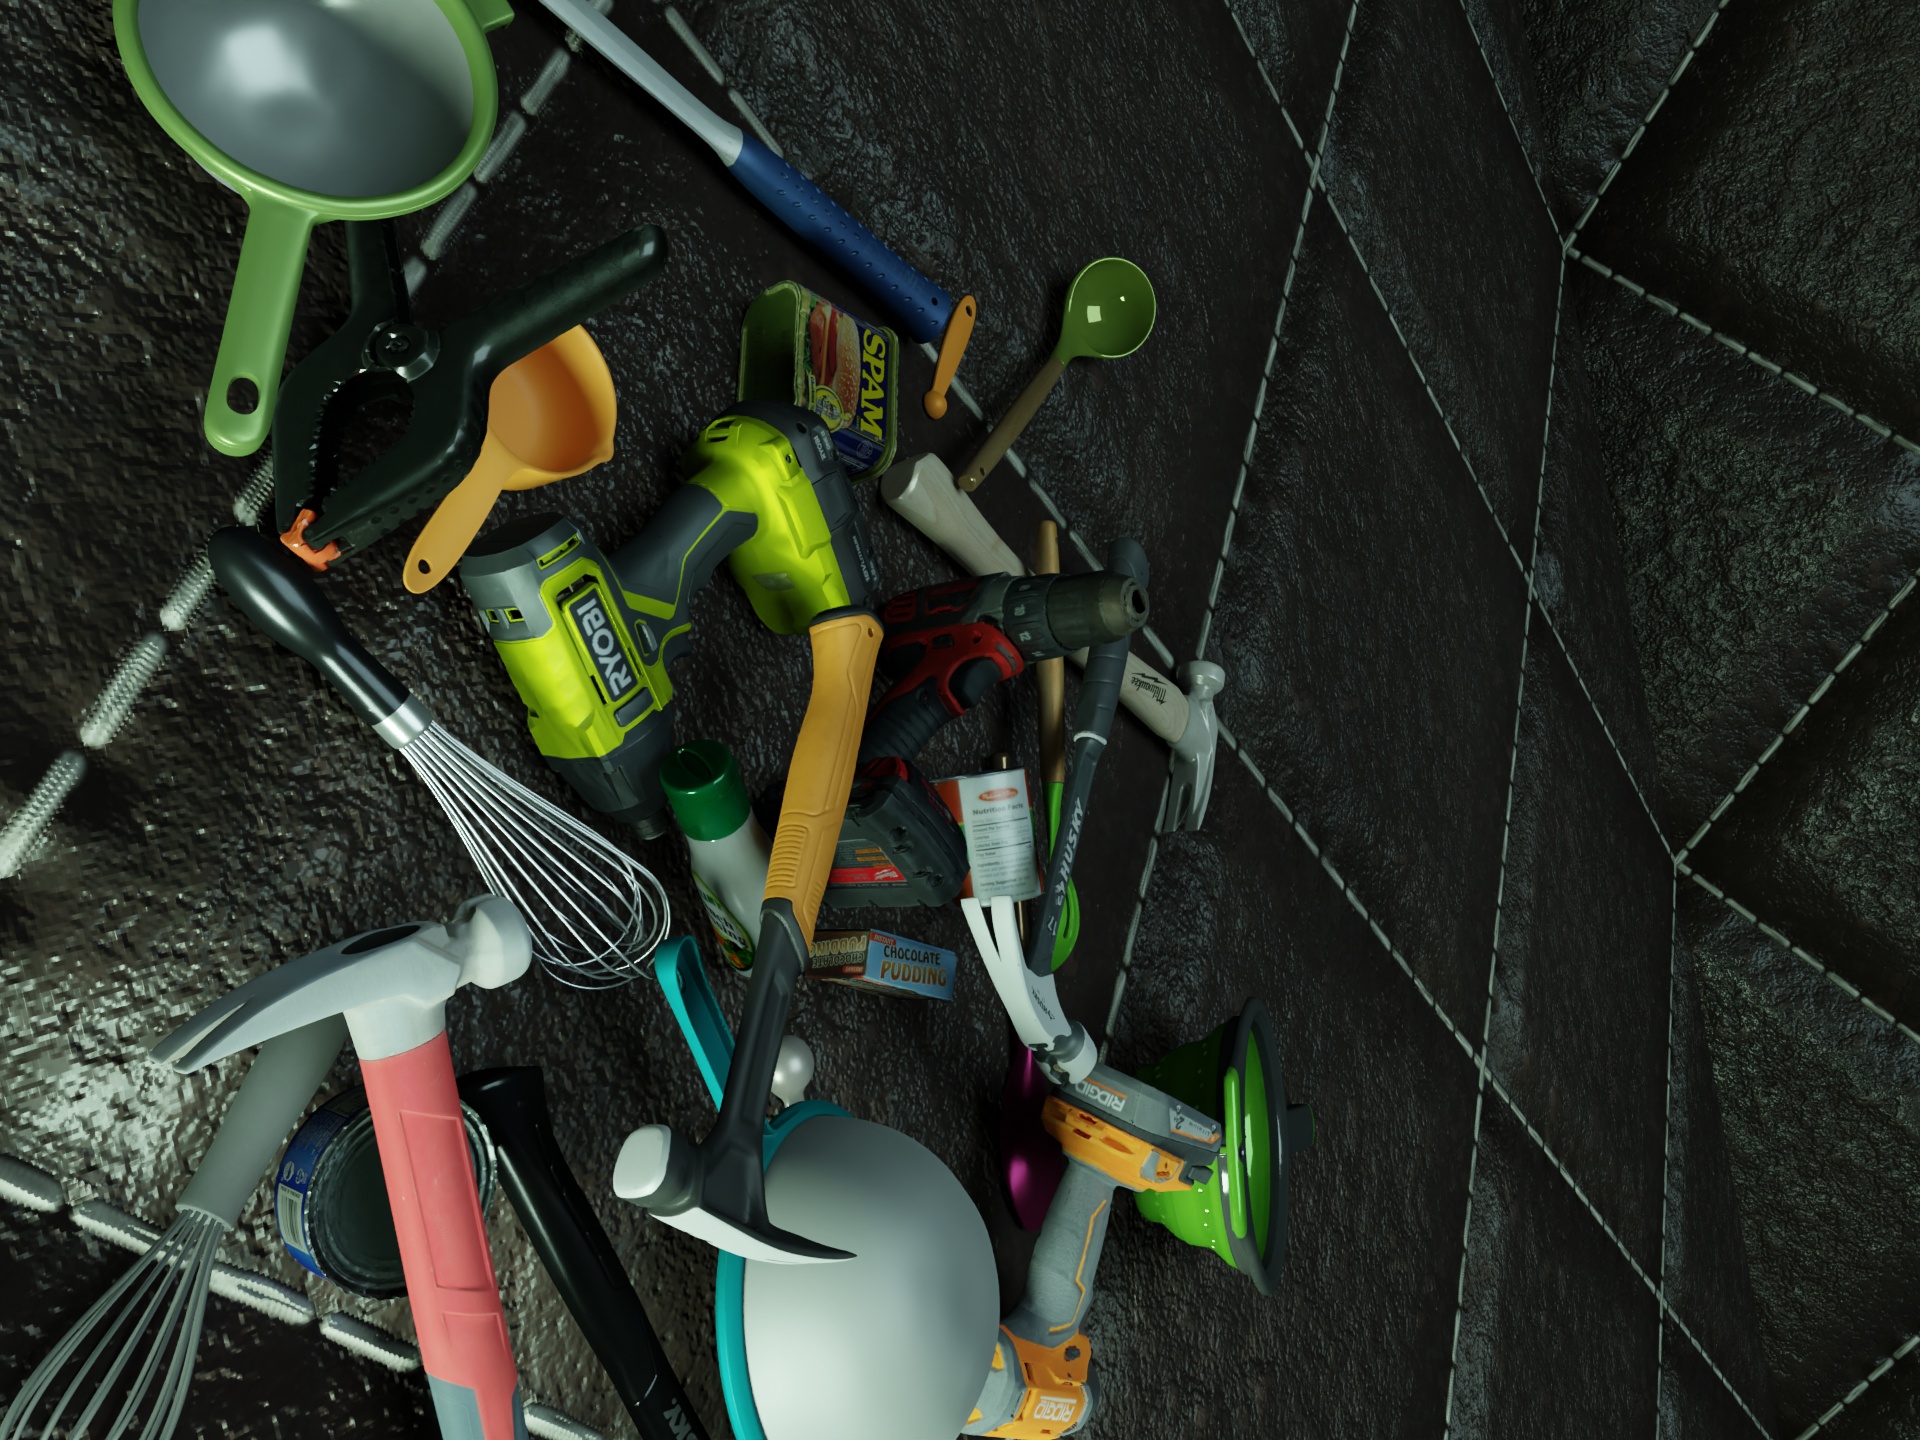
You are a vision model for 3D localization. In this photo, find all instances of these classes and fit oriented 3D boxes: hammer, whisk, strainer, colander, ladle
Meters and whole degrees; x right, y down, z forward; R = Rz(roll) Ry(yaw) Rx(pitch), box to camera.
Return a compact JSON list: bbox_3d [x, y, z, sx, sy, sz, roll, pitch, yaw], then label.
[{"bbox_3d":[-0.140,-0.349,0.936,0.405,0.035,0.144,30,60,-46],"label":"hammer"},{"bbox_3d":[0.079,0.024,1.049,0.149,0.036,0.409,60,34,-39],"label":"hammer"},{"bbox_3d":[0.077,-0.058,1.163,0.410,0.038,0.146,36,56,-43],"label":"hammer"},{"bbox_3d":[-0.075,0.087,0.774,0.127,0.034,0.337,42,45,-39],"label":"hammer"},{"bbox_3d":[-0.288,0.190,0.611,0.055,0.055,0.239,50,43,-35],"label":"whisk"},{"bbox_3d":[-0.161,0.309,0.763,0.146,0.035,0.334,-42,116,-50],"label":"hammer"},{"bbox_3d":[-0.287,-0.223,0.673,0.151,0.069,0.256,13,72,-28],"label":"strainer"},{"bbox_3d":[0.202,0.318,1.218,0.396,0.094,0.205,29,58,-68],"label":"colander"},{"bbox_3d":[-0.230,0.023,0.720,0.284,0.070,0.070,52,45,-27],"label":"whisk"},{"bbox_3d":[-0.212,0.275,0.649,0.143,0.038,0.386,-21,109,-47],"label":"hammer"},{"bbox_3d":[-0.055,0.248,0.810,0.211,0.095,0.340,-62,138,-59],"label":"strainer"},{"bbox_3d":[0.070,-0.251,1.156,0.078,0.062,0.320,58,37,-23],"label":"ladle"}]

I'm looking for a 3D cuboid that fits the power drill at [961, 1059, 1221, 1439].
[{"bbox_3d":[0.078,0.339,0.998,0.164,0.084,0.226,39,73,-51],"label":"power drill"}]

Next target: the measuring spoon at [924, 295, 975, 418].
[{"bbox_3d":[-0.004,-0.258,1.117,0.021,0.011,0.117,45,49,-38],"label":"measuring spoon"}]

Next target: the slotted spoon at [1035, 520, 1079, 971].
[{"bbox_3d":[0.062,0.017,1.085,0.070,0.031,0.314,26,62,-73],"label":"slotted spoon"}]

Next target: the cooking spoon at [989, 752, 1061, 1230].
[{"bbox_3d":[0.041,0.180,1.074,0.068,0.017,0.319,1,82,-55],"label":"cooking spoon"}]

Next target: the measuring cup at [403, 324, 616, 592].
[{"bbox_3d":[-0.231,-0.123,0.753,0.095,0.052,0.174,48,49,-36],"label":"measuring cup"}]

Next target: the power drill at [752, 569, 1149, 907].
[{"bbox_3d":[-0.001,-0.003,0.923,0.080,0.188,0.227,54,48,-31],"label":"power drill"}]

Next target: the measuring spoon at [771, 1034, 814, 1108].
[{"bbox_3d":[-0.083,0.237,0.896,0.034,0.018,0.124,-22,101,-53],"label":"measuring spoon"}]

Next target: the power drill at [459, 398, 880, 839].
[{"bbox_3d":[-0.142,-0.059,0.837,0.223,0.080,0.171,-47,127,-43],"label":"power drill"}]
